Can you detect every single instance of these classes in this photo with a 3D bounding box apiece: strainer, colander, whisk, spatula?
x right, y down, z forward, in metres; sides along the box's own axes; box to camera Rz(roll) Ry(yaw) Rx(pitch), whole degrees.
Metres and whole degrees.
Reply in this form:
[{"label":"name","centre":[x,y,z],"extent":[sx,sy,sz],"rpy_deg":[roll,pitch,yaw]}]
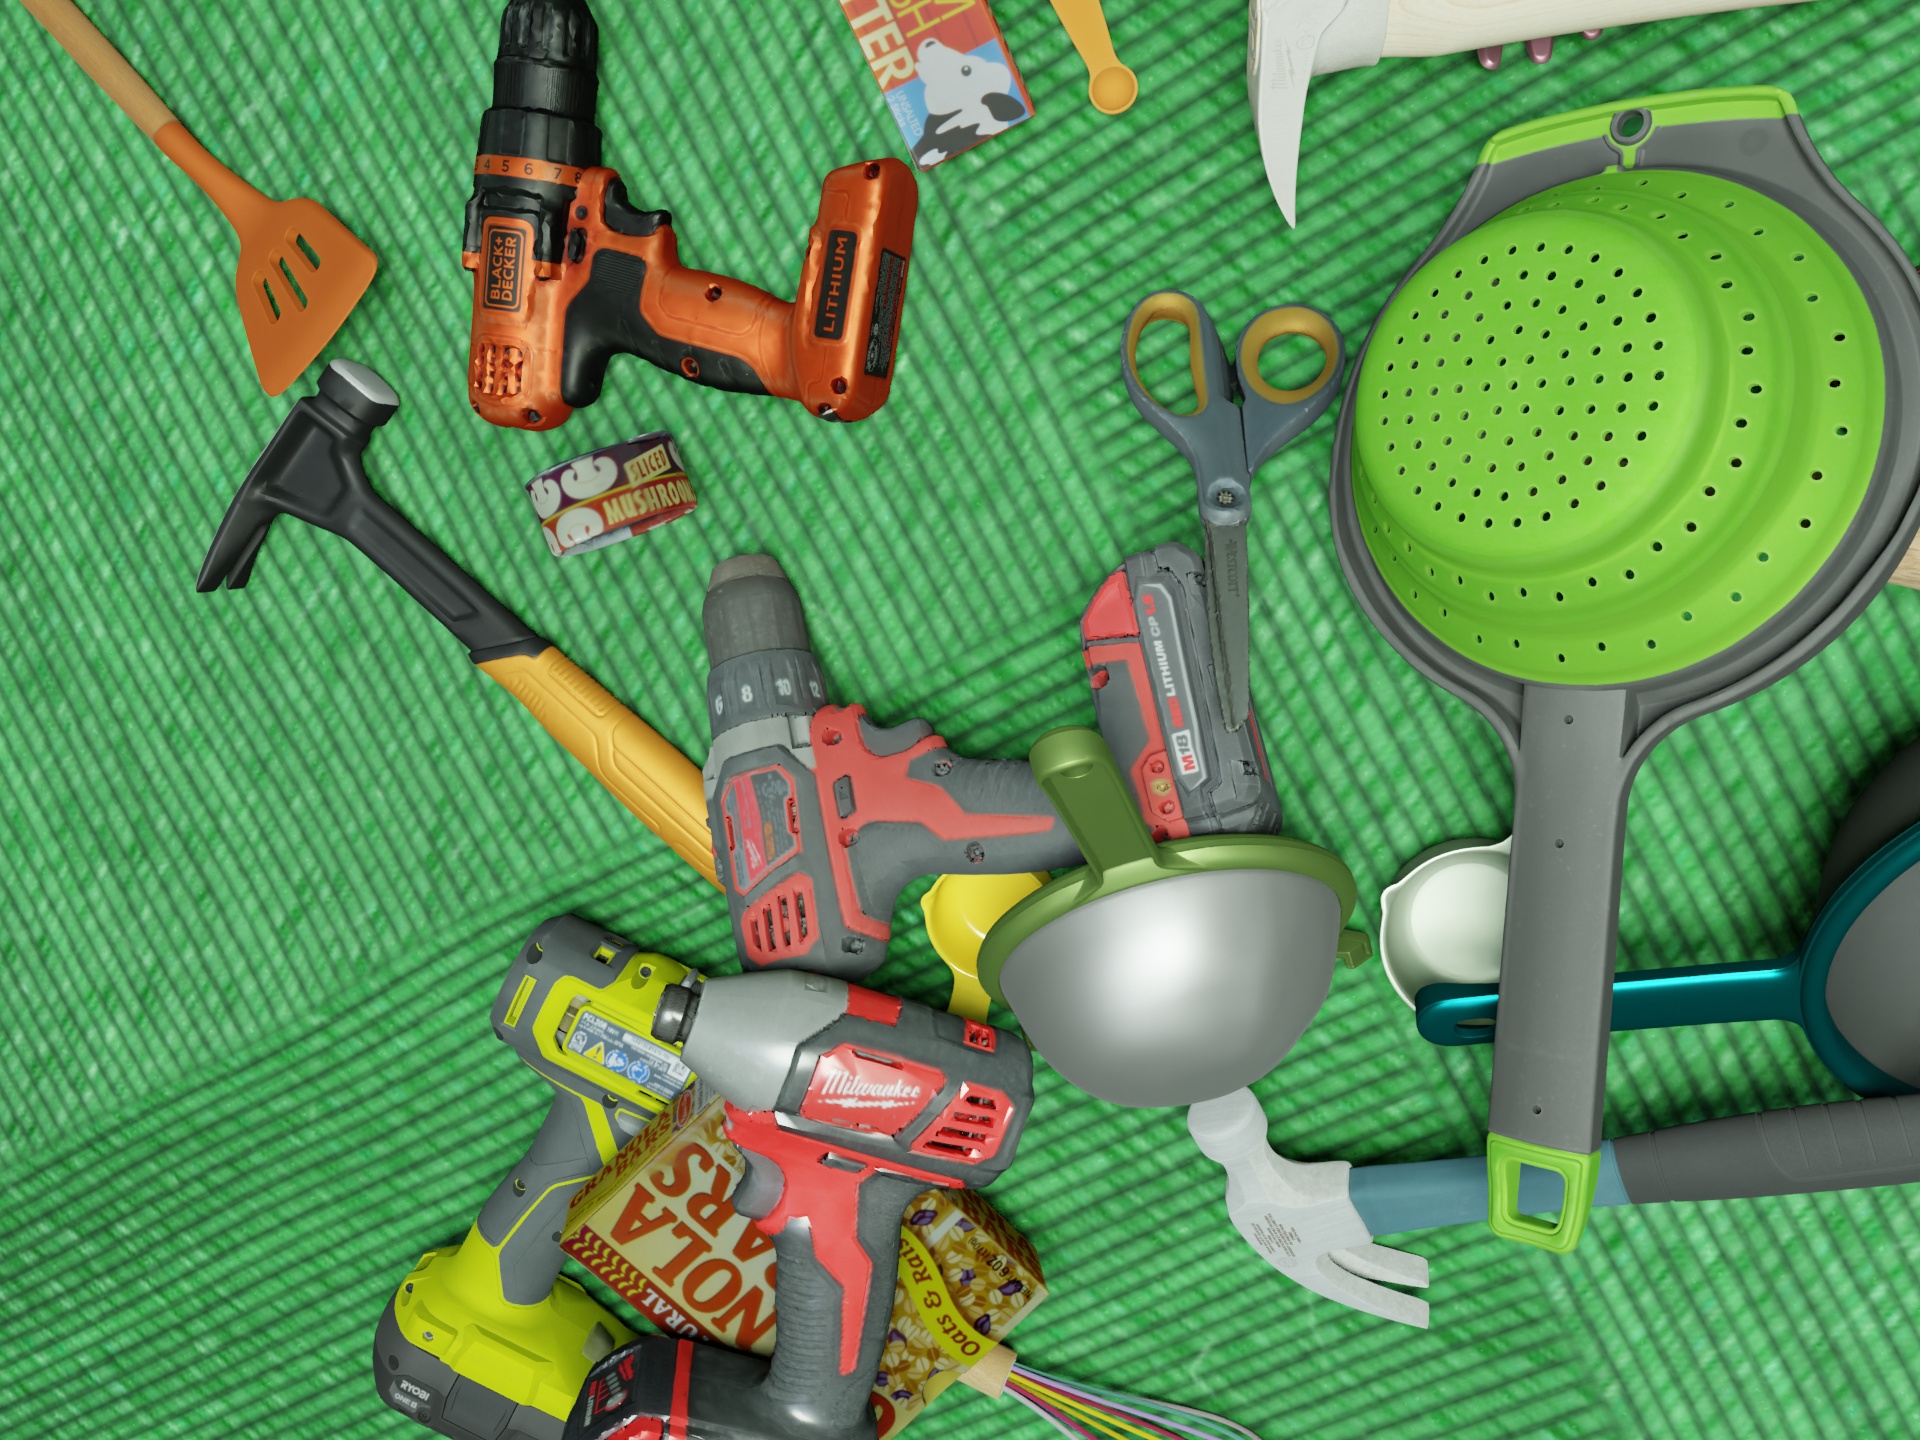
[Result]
[{"label":"strainer","centre":[0.336,0.062,0.572],"extent":[0.340,0.095,0.210],"rpy_deg":[-10,130,20]},{"label":"strainer","centre":[0.070,0.084,0.562],"extent":[0.151,0.256,0.069],"rpy_deg":[-17,59,9]},{"label":"colander","centre":[0.191,-0.019,0.520],"extent":[0.204,0.094,0.397],"rpy_deg":[5,90,40]},{"label":"whisk","centre":[0.040,0.303,0.706],"extent":[0.245,0.047,0.051],"rpy_deg":[22,90,13]},{"label":"spatula","centre":[-0.378,-0.283,0.715],"extent":[0.081,0.041,0.322],"rpy_deg":[-44,86,15]}]

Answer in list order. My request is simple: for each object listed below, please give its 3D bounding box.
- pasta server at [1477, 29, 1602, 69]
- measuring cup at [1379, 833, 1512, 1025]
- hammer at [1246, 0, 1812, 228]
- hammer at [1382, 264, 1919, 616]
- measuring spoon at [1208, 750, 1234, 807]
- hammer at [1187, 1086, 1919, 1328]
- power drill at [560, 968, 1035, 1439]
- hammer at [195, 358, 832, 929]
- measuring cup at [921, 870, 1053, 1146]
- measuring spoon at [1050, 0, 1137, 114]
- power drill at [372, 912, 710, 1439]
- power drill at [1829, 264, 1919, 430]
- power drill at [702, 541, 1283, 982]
[{"label":"pasta server","centre":[0.333,-0.288,0.562],"extent":[0.316,0.060,0.040],"rpy_deg":[-5,59,10]},{"label":"measuring cup","centre":[0.225,0.044,0.631],"extent":[0.083,0.038,0.167],"rpy_deg":[26,100,7]},{"label":"hammer","centre":[0.306,-0.260,0.550],"extent":[0.410,0.146,0.038],"rpy_deg":[-6,60,4]},{"label":"hammer","centre":[0.286,-0.066,0.531],"extent":[0.331,0.031,0.130],"rpy_deg":[22,102,37]},{"label":"measuring spoon","centre":[0.073,0.061,0.658],"extent":[0.034,0.018,0.124],"rpy_deg":[41,87,-9]},{"label":"hammer","centre":[0.261,0.166,0.593],"extent":[0.331,0.033,0.128],"rpy_deg":[-16,120,26]},{"label":"power drill","centre":[-0.072,0.202,0.601],"extent":[0.143,0.078,0.219],"rpy_deg":[19,97,-10]},{"label":"hammer","centre":[-0.189,-0.009,0.714],"extent":[0.337,0.034,0.127],"rpy_deg":[40,103,4]},{"label":"measuring cup","centre":[0.005,0.126,0.700],"extent":[0.062,0.029,0.156],"rpy_deg":[16,110,8]},{"label":"measuring spoon","centre":[0.043,-0.297,0.639],"extent":[0.021,0.011,0.117],"rpy_deg":[-23,89,10]},{"label":"power drill","centre":[-0.145,0.222,0.715],"extent":[0.190,0.080,0.228],"rpy_deg":[27,100,-1]},{"label":"power drill","centre":[0.403,-0.169,0.499],"extent":[0.226,0.164,0.084],"rpy_deg":[-34,89,12]},{"label":"power drill","centre":[-0.001,-0.002,0.643],"extent":[0.226,0.080,0.188],"rpy_deg":[-16,72,14]}]
